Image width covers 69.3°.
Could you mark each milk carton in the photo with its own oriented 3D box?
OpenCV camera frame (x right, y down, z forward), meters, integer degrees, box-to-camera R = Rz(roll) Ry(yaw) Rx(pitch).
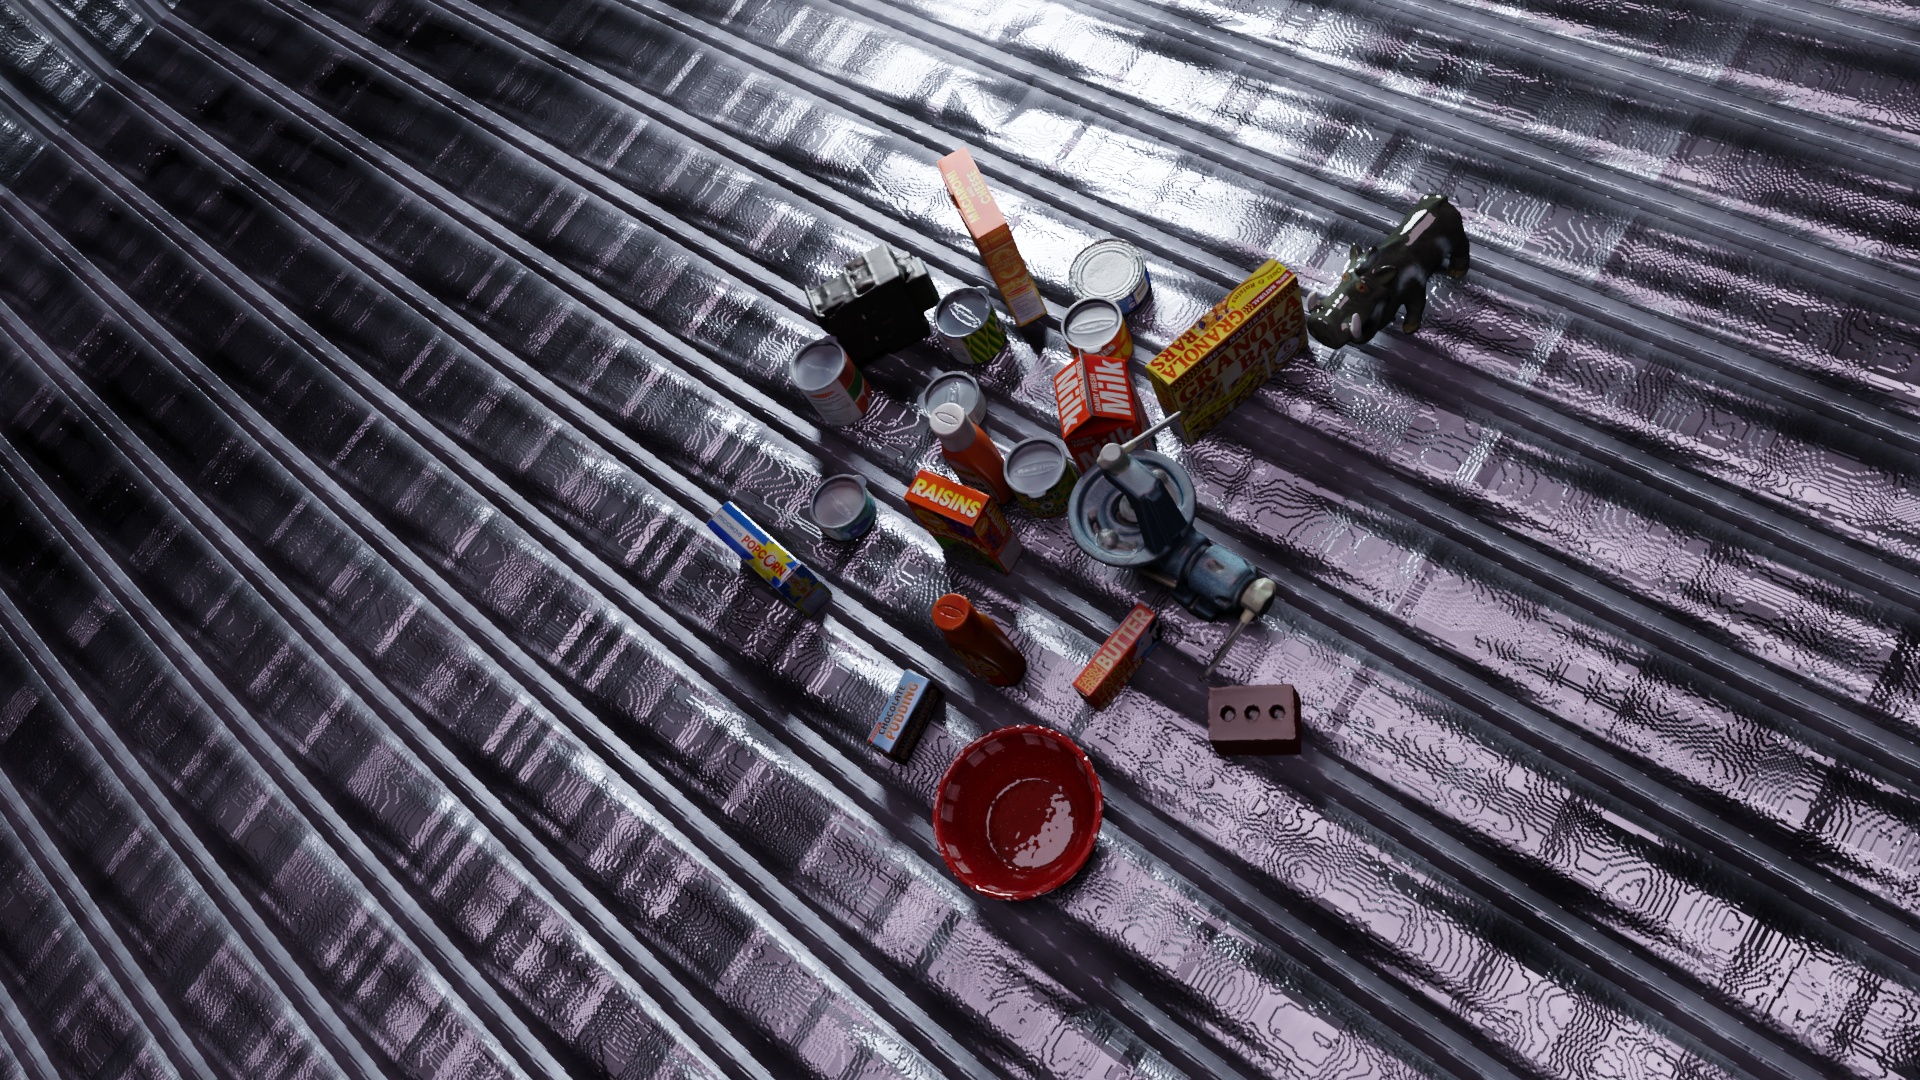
[{"bbox_3d":[0.142,-0.111,1.349,0.073,0.190,0.072,-14,62,13],"label":"milk carton"}]

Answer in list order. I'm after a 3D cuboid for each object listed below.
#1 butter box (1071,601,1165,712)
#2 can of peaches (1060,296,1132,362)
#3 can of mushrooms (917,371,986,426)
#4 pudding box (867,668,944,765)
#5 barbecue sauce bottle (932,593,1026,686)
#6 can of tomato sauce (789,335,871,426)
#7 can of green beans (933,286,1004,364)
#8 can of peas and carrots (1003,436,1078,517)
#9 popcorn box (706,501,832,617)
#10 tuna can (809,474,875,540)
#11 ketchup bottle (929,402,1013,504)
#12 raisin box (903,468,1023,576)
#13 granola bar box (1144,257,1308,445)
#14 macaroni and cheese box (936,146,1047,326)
[{"bbox_3d":[0.151,0.112,1.317,0.024,0.053,0.103,36,81,30],"label":"butter box"},{"bbox_3d":[0.146,-0.214,1.476,0.071,0.058,0.071,-8,63,16],"label":"can of peaches"},{"bbox_3d":[-0.009,-0.148,1.513,0.071,0.033,0.071,-8,63,16],"label":"can of mushrooms"},{"bbox_3d":[-0.054,0.173,1.362,0.030,0.049,0.084,22,74,27],"label":"pudding box"},{"bbox_3d":[0.014,0.093,1.319,0.065,0.148,0.044,18,73,26],"label":"barbecue sauce bottle"},{"bbox_3d":[-0.143,-0.177,1.546,0.071,0.083,0.071,-8,63,16],"label":"can of tomato sauce"},{"bbox_3d":[0.011,-0.237,1.535,0.071,0.057,0.071,-8,63,16],"label":"can of green beans"},{"bbox_3d":[0.084,-0.062,1.423,0.071,0.058,0.071,-8,63,16],"label":"can of peas and carrots"},{"bbox_3d":[-0.202,0.019,1.469,0.127,0.085,0.038,38,82,30],"label":"popcorn box"},{"bbox_3d":[-0.125,-0.037,1.500,0.071,0.032,0.071,-8,63,16],"label":"tuna can"},{"bbox_3d":[0.010,-0.089,1.410,0.065,0.148,0.043,25,76,28],"label":"ketchup bottle"},{"bbox_3d":[0.005,-0.017,1.391,0.086,0.123,0.040,24,75,28],"label":"raisin box"},{"bbox_3d":[0.268,-0.185,1.379,0.165,0.124,0.039,-41,59,-3],"label":"granola bar box"},{"bbox_3d":[0.035,-0.327,1.507,0.040,0.166,0.124,-27,59,6],"label":"macaroni and cheese box"}]
